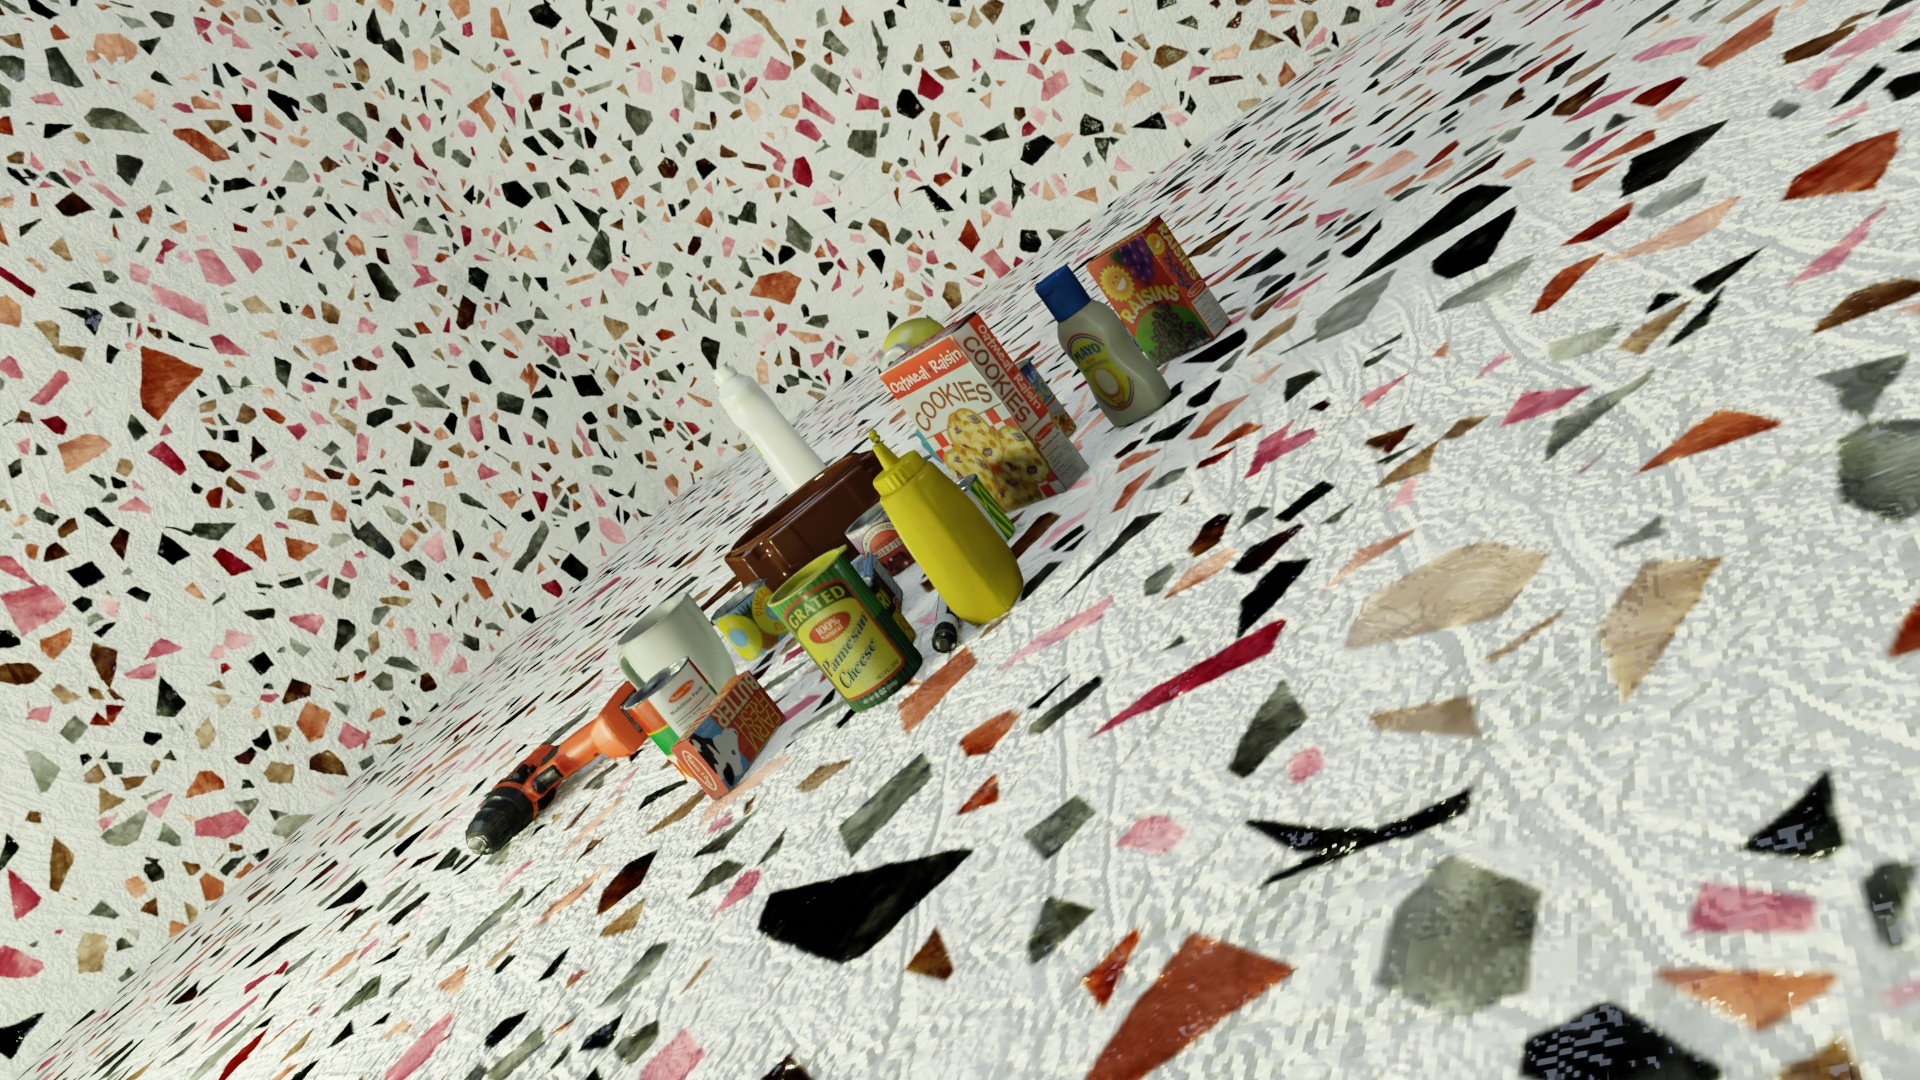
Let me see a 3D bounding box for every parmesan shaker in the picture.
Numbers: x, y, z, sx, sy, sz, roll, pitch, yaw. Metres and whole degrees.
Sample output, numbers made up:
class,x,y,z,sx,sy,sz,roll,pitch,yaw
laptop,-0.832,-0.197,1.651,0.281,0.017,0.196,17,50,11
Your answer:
class,x,y,z,sx,sy,sz,roll,pitch,yaw
parmesan shaker,-0.080,0.064,1.010,0.071,0.103,0.071,-35,12,9

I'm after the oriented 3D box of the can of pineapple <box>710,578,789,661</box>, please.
class,x,y,z,sx,sy,sz,roll,pitch,yaw
can of pineapple,-0.211,0.081,1.421,0.071,0.058,0.071,-35,12,9

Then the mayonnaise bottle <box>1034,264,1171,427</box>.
class,x,y,z,sx,sy,sz,roll,pitch,yaw
mayonnaise bottle,0.121,-0.172,1.221,0.064,0.148,0.041,-23,18,49

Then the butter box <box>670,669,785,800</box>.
class,x,y,z,sx,sy,sz,roll,pitch,yaw
butter box,-0.180,0.150,1.085,0.024,0.053,0.104,-30,14,30

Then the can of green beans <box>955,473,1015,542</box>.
class,x,y,z,sx,sy,sz,roll,pitch,yaw
can of green beans,0.004,-0.014,1.174,0.071,0.057,0.071,-35,12,9

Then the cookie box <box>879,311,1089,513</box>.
class,x,y,z,sx,sy,sz,roll,pitch,yaw
cookie box,0.019,-0.106,1.215,0.040,0.167,0.122,-45,14,-33

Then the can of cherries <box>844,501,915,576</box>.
class,x,y,z,sx,sy,sz,roll,pitch,yaw
can of cherries,-0.068,-0.003,1.336,0.071,0.058,0.072,-35,12,9

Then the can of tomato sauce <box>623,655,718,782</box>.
class,x,y,z,sx,sy,sz,roll,pitch,yaw
can of tomato sauce,-0.227,0.149,1.153,0.071,0.083,0.071,-35,12,9

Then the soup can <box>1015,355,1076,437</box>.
class,x,y,z,sx,sy,sz,roll,pitch,yaw
soup can,0.067,-0.128,1.364,0.071,0.083,0.071,-35,12,9

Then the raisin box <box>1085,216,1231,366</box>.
class,x,y,z,sx,sy,sz,roll,pitch,yaw
raisin box,0.190,-0.237,1.333,0.040,0.123,0.086,-45,14,-34

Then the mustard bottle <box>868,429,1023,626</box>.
class,x,y,z,sx,sy,sz,roll,pitch,yaw
mustard bottle,-0.018,-0.015,0.993,0.048,0.160,0.065,-31,13,28

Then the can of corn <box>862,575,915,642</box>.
class,x,y,z,sx,sy,sz,roll,pitch,yaw
can of corn,-0.076,0.069,1.085,0.071,0.058,0.071,-35,12,9

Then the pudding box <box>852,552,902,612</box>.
class,x,y,z,sx,sy,sz,roll,pitch,yaw
pudding box,-0.076,0.045,1.198,0.030,0.049,0.084,-36,12,7

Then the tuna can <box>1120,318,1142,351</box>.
class,x,y,z,sx,sy,sz,roll,pitch,yaw
tuna can,0.177,-0.219,1.515,0.071,0.033,0.071,-35,12,9
